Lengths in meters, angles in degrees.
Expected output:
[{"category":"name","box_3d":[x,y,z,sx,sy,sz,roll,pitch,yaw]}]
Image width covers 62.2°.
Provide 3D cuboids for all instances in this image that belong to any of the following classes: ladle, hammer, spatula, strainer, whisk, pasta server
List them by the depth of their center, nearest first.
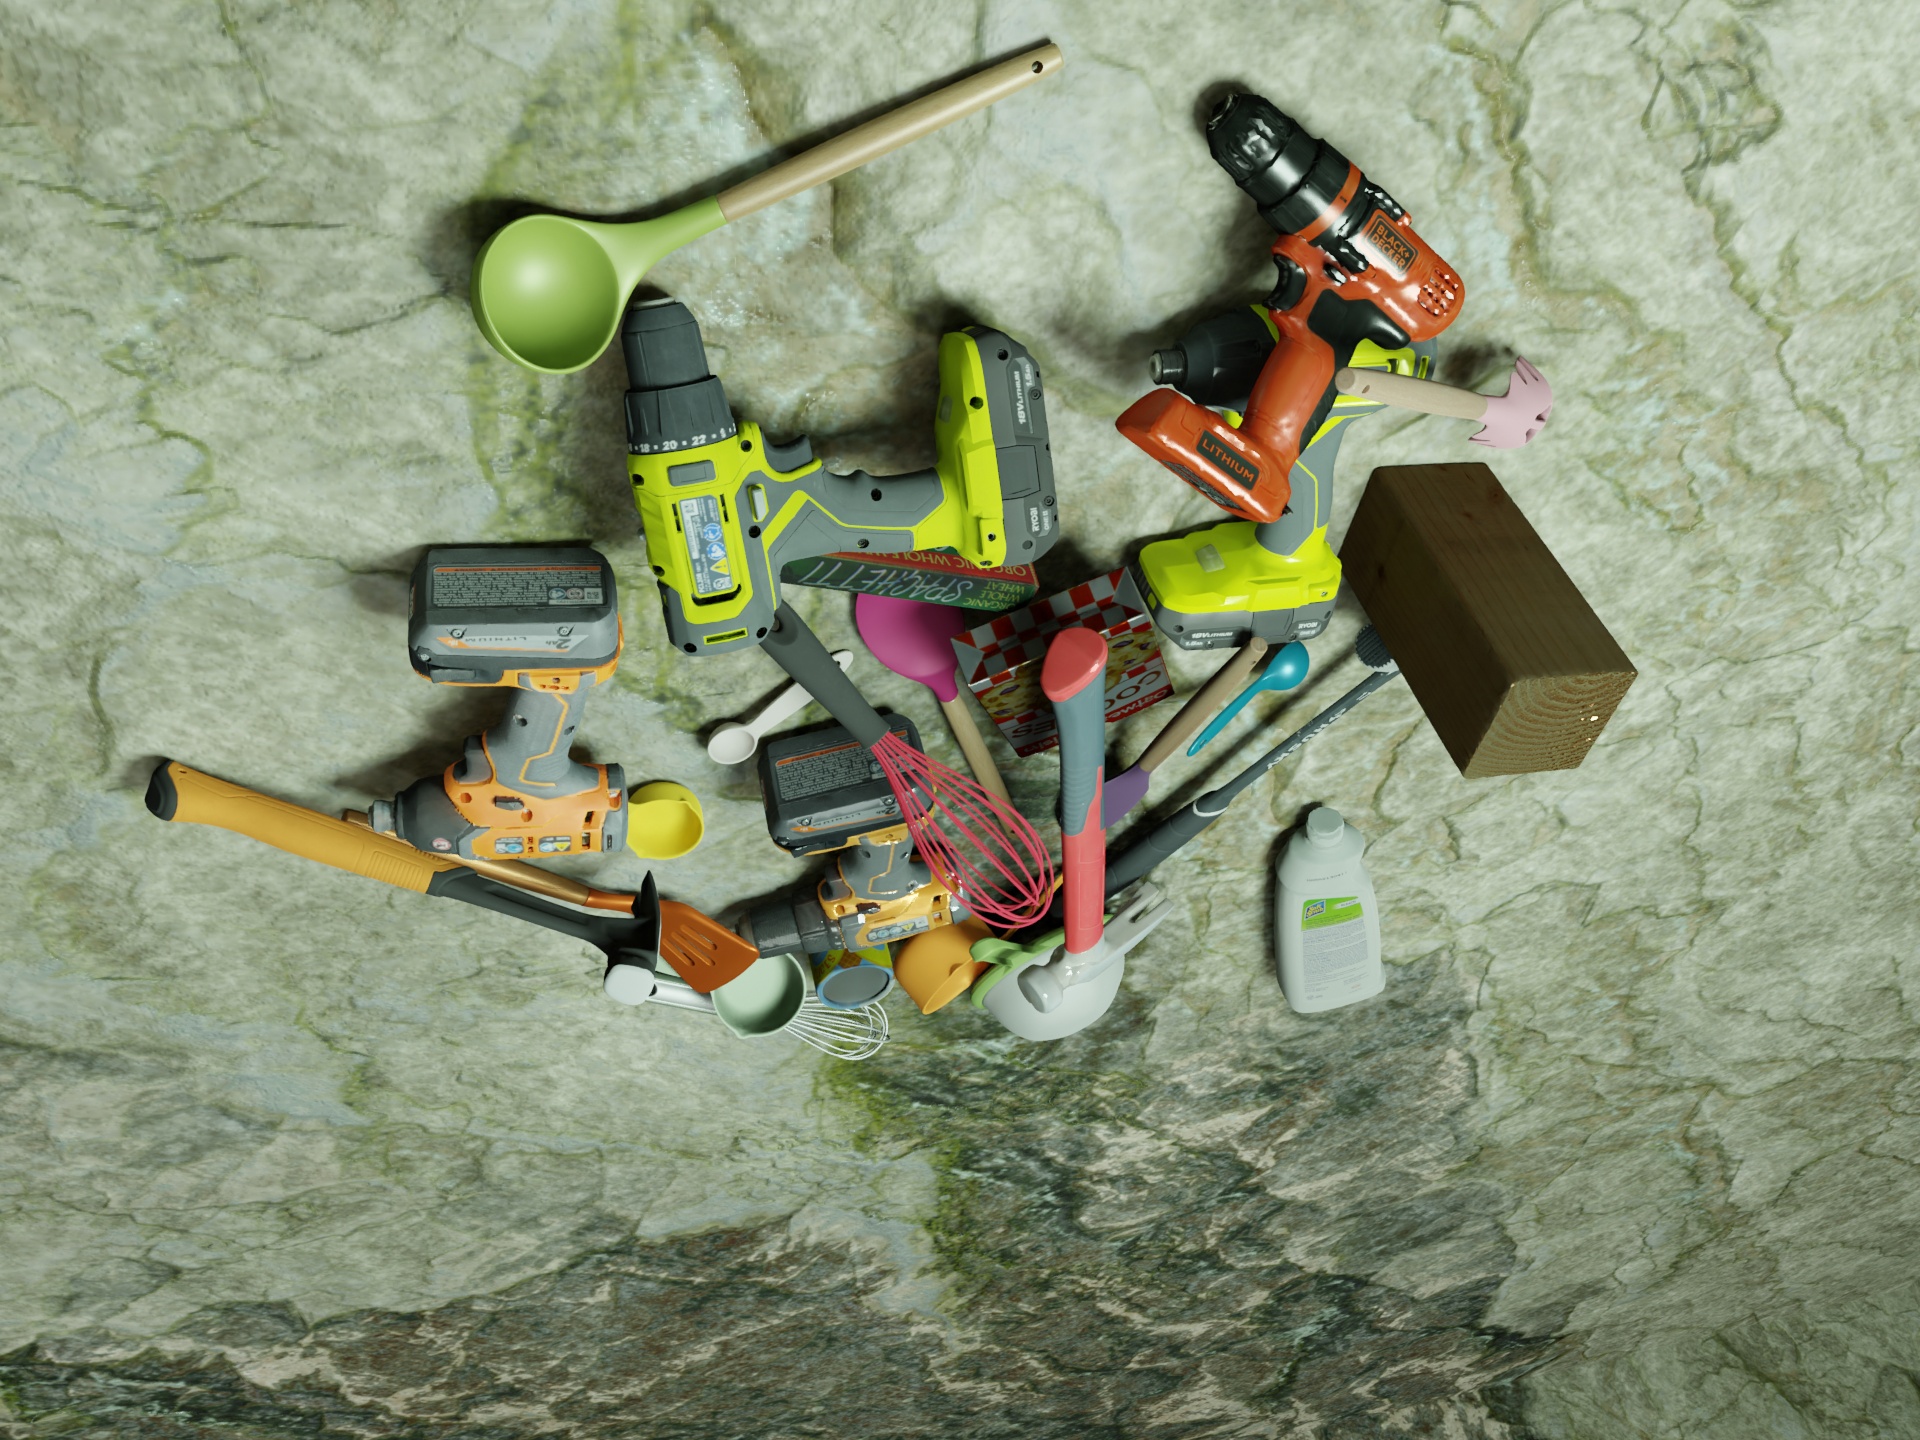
[{"category":"ladle","box_3d":[-0.094,-0.263,0.792,0.320,0.062,0.078,-24,120,2]},{"category":"pasta server","box_3d":[0.281,-0.187,0.918,0.316,0.040,0.060,-8,131,-52]},{"category":"whisk","box_3d":[-0.041,0.025,1.044,0.073,0.073,0.295,-37,104,21]},{"category":"hammer","box_3d":[-0.360,0.094,1.055,0.336,0.127,0.034,22,110,-18]},{"category":"hammer","box_3d":[0.098,0.066,1.121,0.143,0.038,0.385,-35,147,-22]},{"category":"spatula","box_3d":[-0.296,0.129,1.160,0.322,0.041,0.081,25,133,-35]},{"category":"spatula","box_3d":[0.144,0.020,1.161,0.059,0.018,0.315,-1,154,-21]},{"category":"hammer","box_3d":[0.214,0.054,1.256,0.409,0.036,0.149,-41,155,31]},{"category":"strainer","box_3d":[0.070,0.220,1.318,0.151,0.069,0.256,-32,159,11]},{"category":"whisk","box_3d":[-0.166,0.244,1.341,0.246,0.059,0.058,17,90,-29]}]

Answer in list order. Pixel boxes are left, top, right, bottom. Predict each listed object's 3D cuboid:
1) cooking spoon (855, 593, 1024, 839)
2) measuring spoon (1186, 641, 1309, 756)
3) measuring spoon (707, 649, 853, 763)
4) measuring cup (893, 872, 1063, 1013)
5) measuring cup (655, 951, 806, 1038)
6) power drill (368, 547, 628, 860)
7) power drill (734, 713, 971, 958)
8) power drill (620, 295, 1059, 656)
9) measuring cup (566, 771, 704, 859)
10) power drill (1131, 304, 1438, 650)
[{"category":"cooking spoon","box_3d":[-0.002,-0.004,1.143,0.069,0.017,0.318,-21,139,5]},{"category":"measuring spoon","box_3d":[0.215,-0.010,1.165,0.128,0.021,0.042,-41,153,-19]},{"category":"measuring spoon","box_3d":[-0.124,-0.013,1.095,0.124,0.018,0.034,-37,136,11]},{"category":"measuring cup","box_3d":[0.017,0.166,1.319,0.173,0.052,0.095,-44,163,-6]},{"category":"measuring cup","box_3d":[-0.206,0.199,1.281,0.167,0.038,0.083,21,91,-13]},{"category":"power drill","box_3d":[-0.289,0.002,0.990,0.164,0.084,0.226,-2,135,-15]},{"category":"power drill","box_3d":[-0.093,0.102,1.186,0.185,0.084,0.226,-14,144,-2]},{"category":"power drill","box_3d":[-0.071,-0.150,0.883,0.228,0.080,0.190,-12,110,-10]},{"category":"measuring cup","box_3d":[-0.250,0.048,1.113,0.156,0.029,0.062,30,117,-27]},{"category":"power drill","box_3d":[0.187,-0.155,1.002,0.171,0.080,0.223,-6,135,-14]}]
